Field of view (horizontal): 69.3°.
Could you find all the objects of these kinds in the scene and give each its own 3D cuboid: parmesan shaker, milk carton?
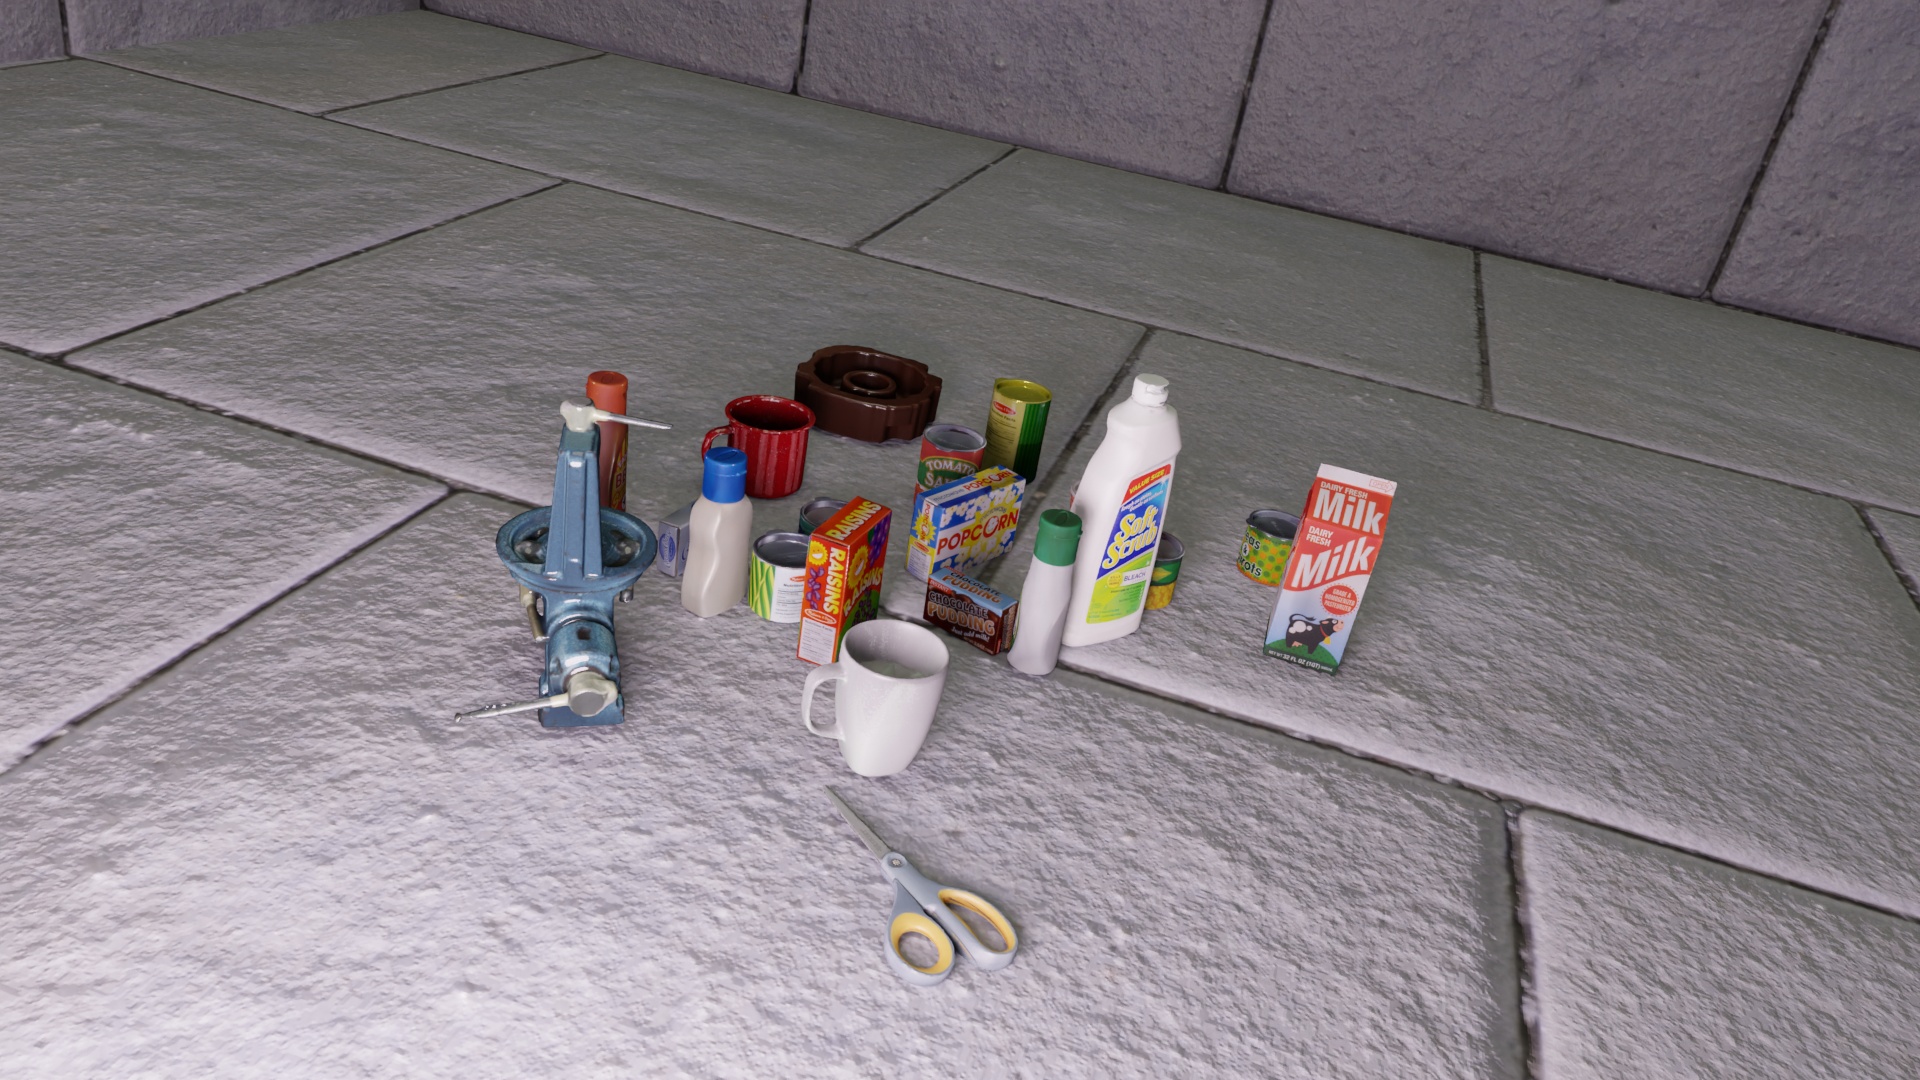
[{"bbox_3d":[0.060,-0.122,1.556,0.071,0.102,0.071,8,28,-4],"label":"parmesan shaker"},{"bbox_3d":[0.342,0.021,1.290,0.072,0.189,0.074,15,28,10],"label":"milk carton"}]

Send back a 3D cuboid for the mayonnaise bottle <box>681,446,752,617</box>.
[{"bbox_3d":[-0.209,-0.008,1.207,0.041,0.147,0.065,24,30,24],"label":"mayonnaise bottle"}]

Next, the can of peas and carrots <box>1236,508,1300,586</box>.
[{"bbox_3d":[0.325,0.008,1.450,0.071,0.058,0.071,8,28,-4],"label":"can of peas and carrots"}]

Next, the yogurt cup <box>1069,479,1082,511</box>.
[{"bbox_3d":[0.145,-0.027,1.459,0.072,0.053,0.073,8,28,-4],"label":"yogurt cup"}]

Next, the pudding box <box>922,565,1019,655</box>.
[{"bbox_3d":[0.009,0.062,1.253,0.084,0.049,0.030,26,32,28],"label":"pudding box"}]

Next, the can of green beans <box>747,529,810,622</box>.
[{"bbox_3d":[-0.156,0.033,1.244,0.071,0.057,0.071,8,28,-4],"label":"can of green beans"}]

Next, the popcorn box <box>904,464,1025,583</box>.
[{"bbox_3d":[0.005,-0.017,1.361,0.038,0.084,0.127,29,33,32],"label":"popcorn box"}]

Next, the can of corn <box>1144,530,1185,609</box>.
[{"bbox_3d":[0.180,0.027,1.366,0.071,0.058,0.071,8,28,-4],"label":"can of corn"}]

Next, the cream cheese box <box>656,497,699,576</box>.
[{"bbox_3d":[-0.244,-0.011,1.300,0.024,0.053,0.104,20,29,18],"label":"cream cheese box"}]

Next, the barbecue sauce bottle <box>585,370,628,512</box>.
[{"bbox_3d":[-0.336,-0.085,1.307,0.044,0.147,0.065,8,28,-4],"label":"barbecue sauce bottle"}]

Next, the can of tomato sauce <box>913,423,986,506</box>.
[{"bbox_3d":[-0.012,-0.071,1.458,0.071,0.082,0.071,8,28,-4],"label":"can of tomato sauce"}]

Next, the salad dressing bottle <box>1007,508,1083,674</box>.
[{"bbox_3d":[0.074,0.044,1.204,0.044,0.147,0.064,16,28,12],"label":"salad dressing bottle"}]

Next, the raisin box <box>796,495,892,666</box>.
[{"bbox_3d":[-0.099,0.036,1.188,0.040,0.122,0.086,19,29,16],"label":"raisin box"}]

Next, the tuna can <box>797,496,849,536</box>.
[{"bbox_3d":[-0.127,-0.013,1.365,0.071,0.032,0.071,8,28,-4],"label":"tuna can"}]
